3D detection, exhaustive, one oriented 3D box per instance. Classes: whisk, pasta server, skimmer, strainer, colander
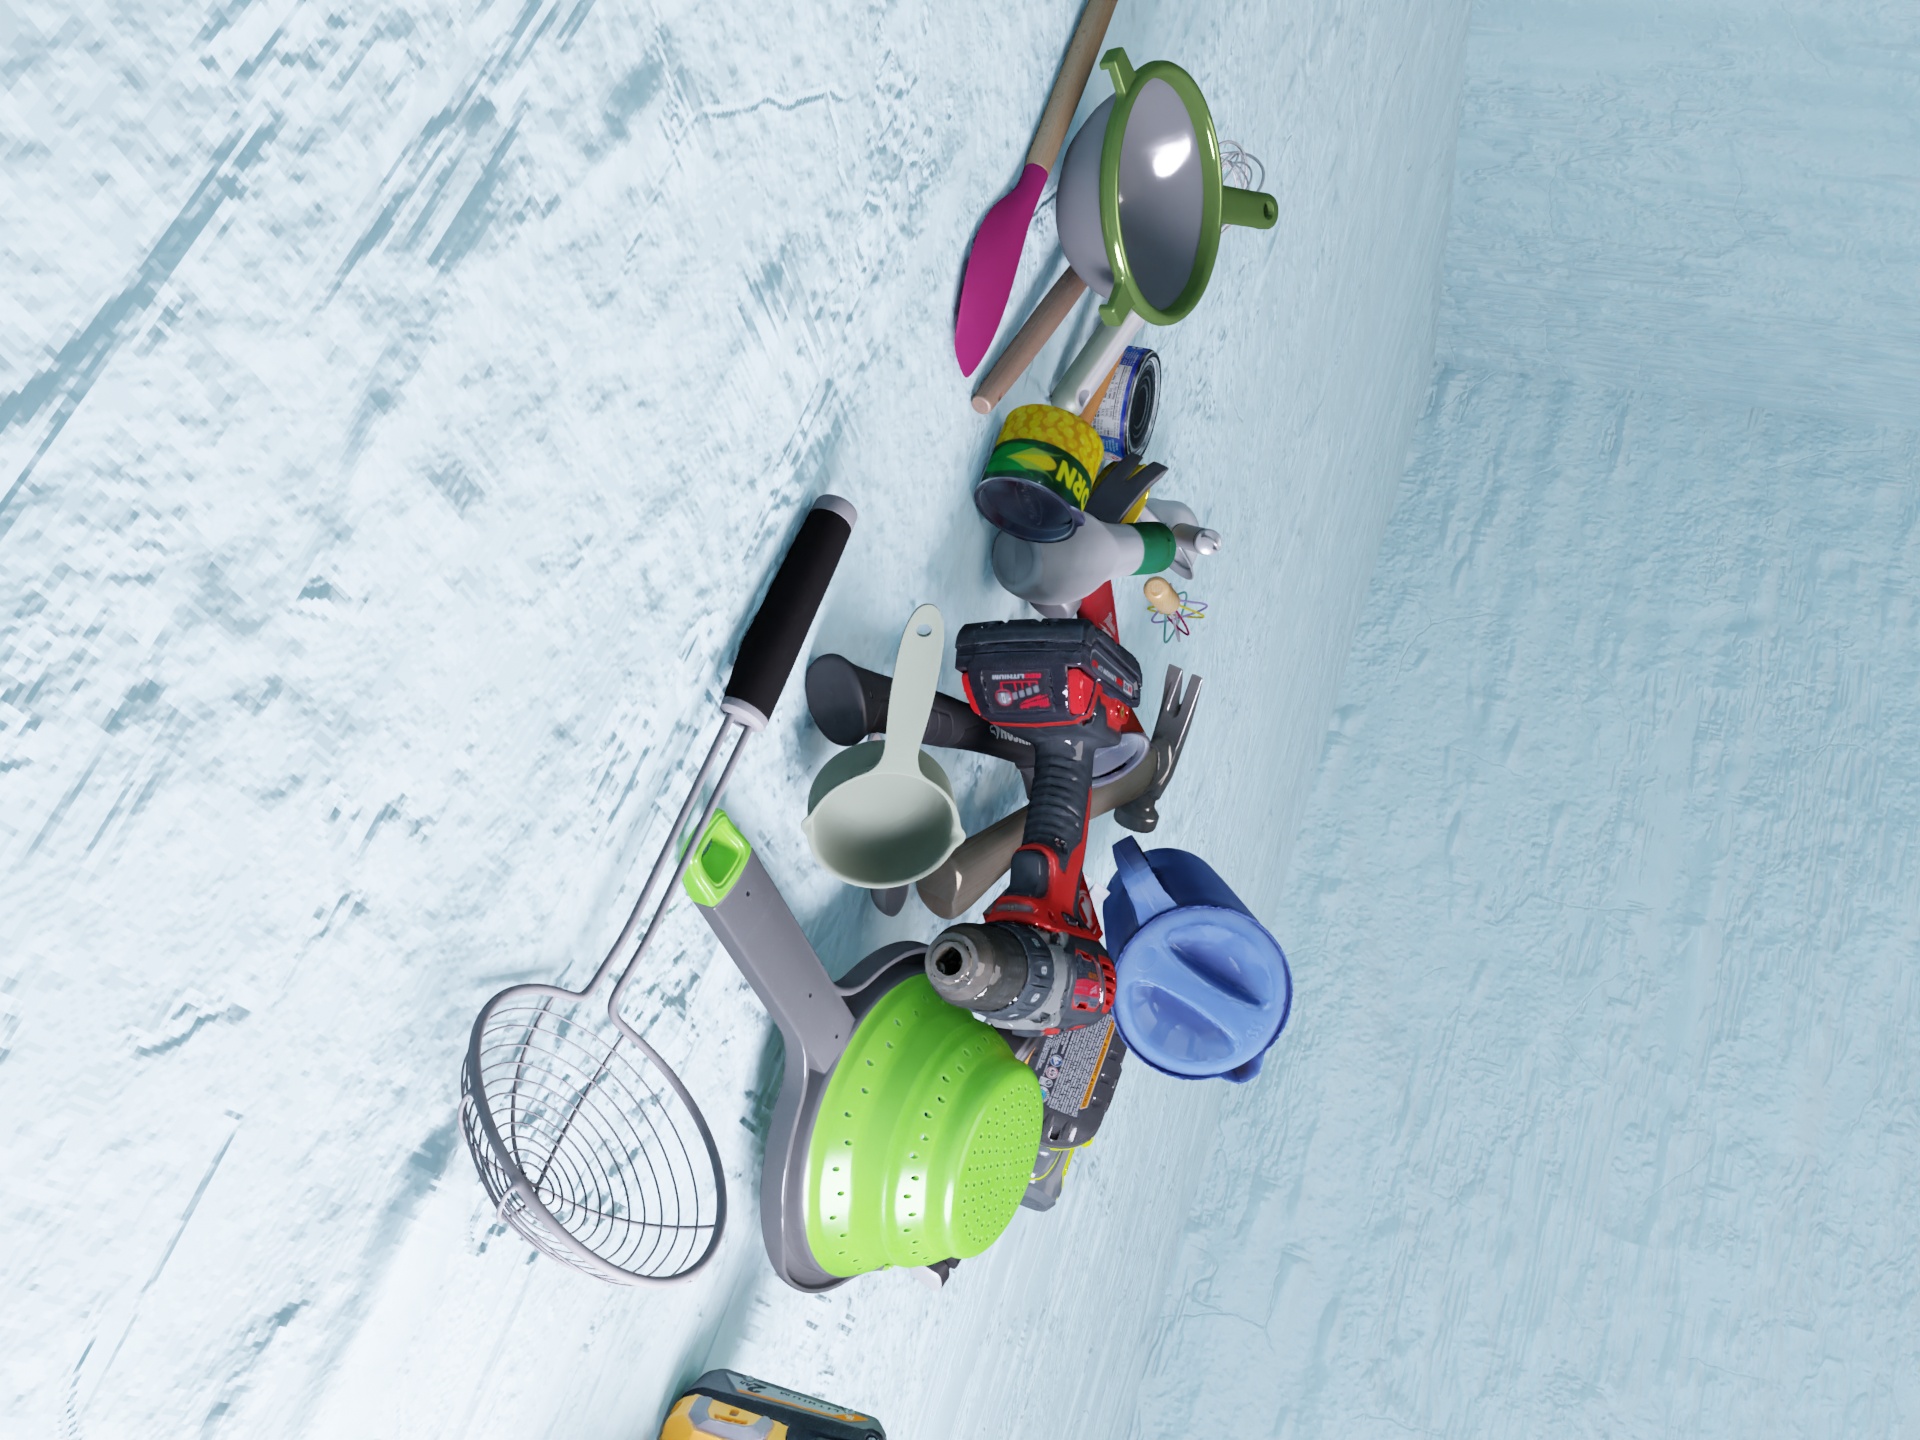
[{"bbox_3d":[0.177,-0.099,1.373,0.051,0.047,0.245,-53,169,6],"label":"whisk"},{"bbox_3d":[0.074,-0.293,1.018,0.316,0.040,0.060,-58,154,-35],"label":"pasta server"},{"bbox_3d":[0.133,-0.302,1.089,0.246,0.059,0.057,-56,149,-15],"label":"whisk"},{"bbox_3d":[-0.094,0.045,0.655,0.127,0.090,0.363,42,56,-34],"label":"skimmer"},{"bbox_3d":[0.172,-0.143,1.224,0.050,0.087,0.258,-38,-171,4],"label":"strainer"},{"bbox_3d":[0.127,-0.327,1.006,0.256,0.069,0.151,-22,114,-56],"label":"strainer"},{"bbox_3d":[-0.037,0.182,0.833,0.205,0.094,0.396,-60,147,-30],"label":"colander"}]

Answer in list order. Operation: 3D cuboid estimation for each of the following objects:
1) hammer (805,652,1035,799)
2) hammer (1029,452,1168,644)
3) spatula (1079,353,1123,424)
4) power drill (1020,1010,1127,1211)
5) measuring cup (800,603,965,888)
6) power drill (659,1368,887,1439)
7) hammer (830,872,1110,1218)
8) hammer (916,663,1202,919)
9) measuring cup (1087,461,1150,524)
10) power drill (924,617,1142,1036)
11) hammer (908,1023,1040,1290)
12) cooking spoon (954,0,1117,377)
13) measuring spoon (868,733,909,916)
[{"bbox_3d":[-0.001,-0.003,0.941,0.334,0.035,0.146,15,68,-66],"label":"hammer"},{"bbox_3d":[0.124,-0.047,1.274,0.143,0.038,0.385,-54,156,-20],"label":"hammer"},{"bbox_3d":[0.108,-0.286,1.126,0.323,0.041,0.081,-66,158,-18],"label":"spatula"},{"bbox_3d":[0.089,0.301,1.350,0.228,0.080,0.191,94,18,-63],"label":"power drill"},{"bbox_3d":[-0.031,0.008,0.777,0.038,0.083,0.167,-102,-159,-55],"label":"measuring cup"},{"bbox_3d":[-0.103,0.419,0.748,0.226,0.185,0.084,-34,133,-68],"label":"power drill"},{"bbox_3d":[-0.005,0.234,1.085,0.405,0.035,0.144,-41,163,-55],"label":"hammer"},{"bbox_3d":[0.083,0.057,1.189,0.410,0.038,0.146,-21,131,-61],"label":"hammer"},{"bbox_3d":[0.092,-0.161,1.169,0.156,0.029,0.062,-19,133,-54],"label":"measuring cup"},{"bbox_3d":[0.037,0.060,0.881,0.187,0.080,0.227,27,64,-63],"label":"power drill"},{"bbox_3d":[0.021,0.288,1.114,0.127,0.034,0.336,-50,161,-34],"label":"hammer"},{"bbox_3d":[0.052,-0.340,0.927,0.068,0.017,0.319,62,45,-66],"label":"cooking spoon"},{"bbox_3d":[-0.048,0.060,0.926,0.034,0.018,0.124,-52,142,-51],"label":"measuring spoon"}]
